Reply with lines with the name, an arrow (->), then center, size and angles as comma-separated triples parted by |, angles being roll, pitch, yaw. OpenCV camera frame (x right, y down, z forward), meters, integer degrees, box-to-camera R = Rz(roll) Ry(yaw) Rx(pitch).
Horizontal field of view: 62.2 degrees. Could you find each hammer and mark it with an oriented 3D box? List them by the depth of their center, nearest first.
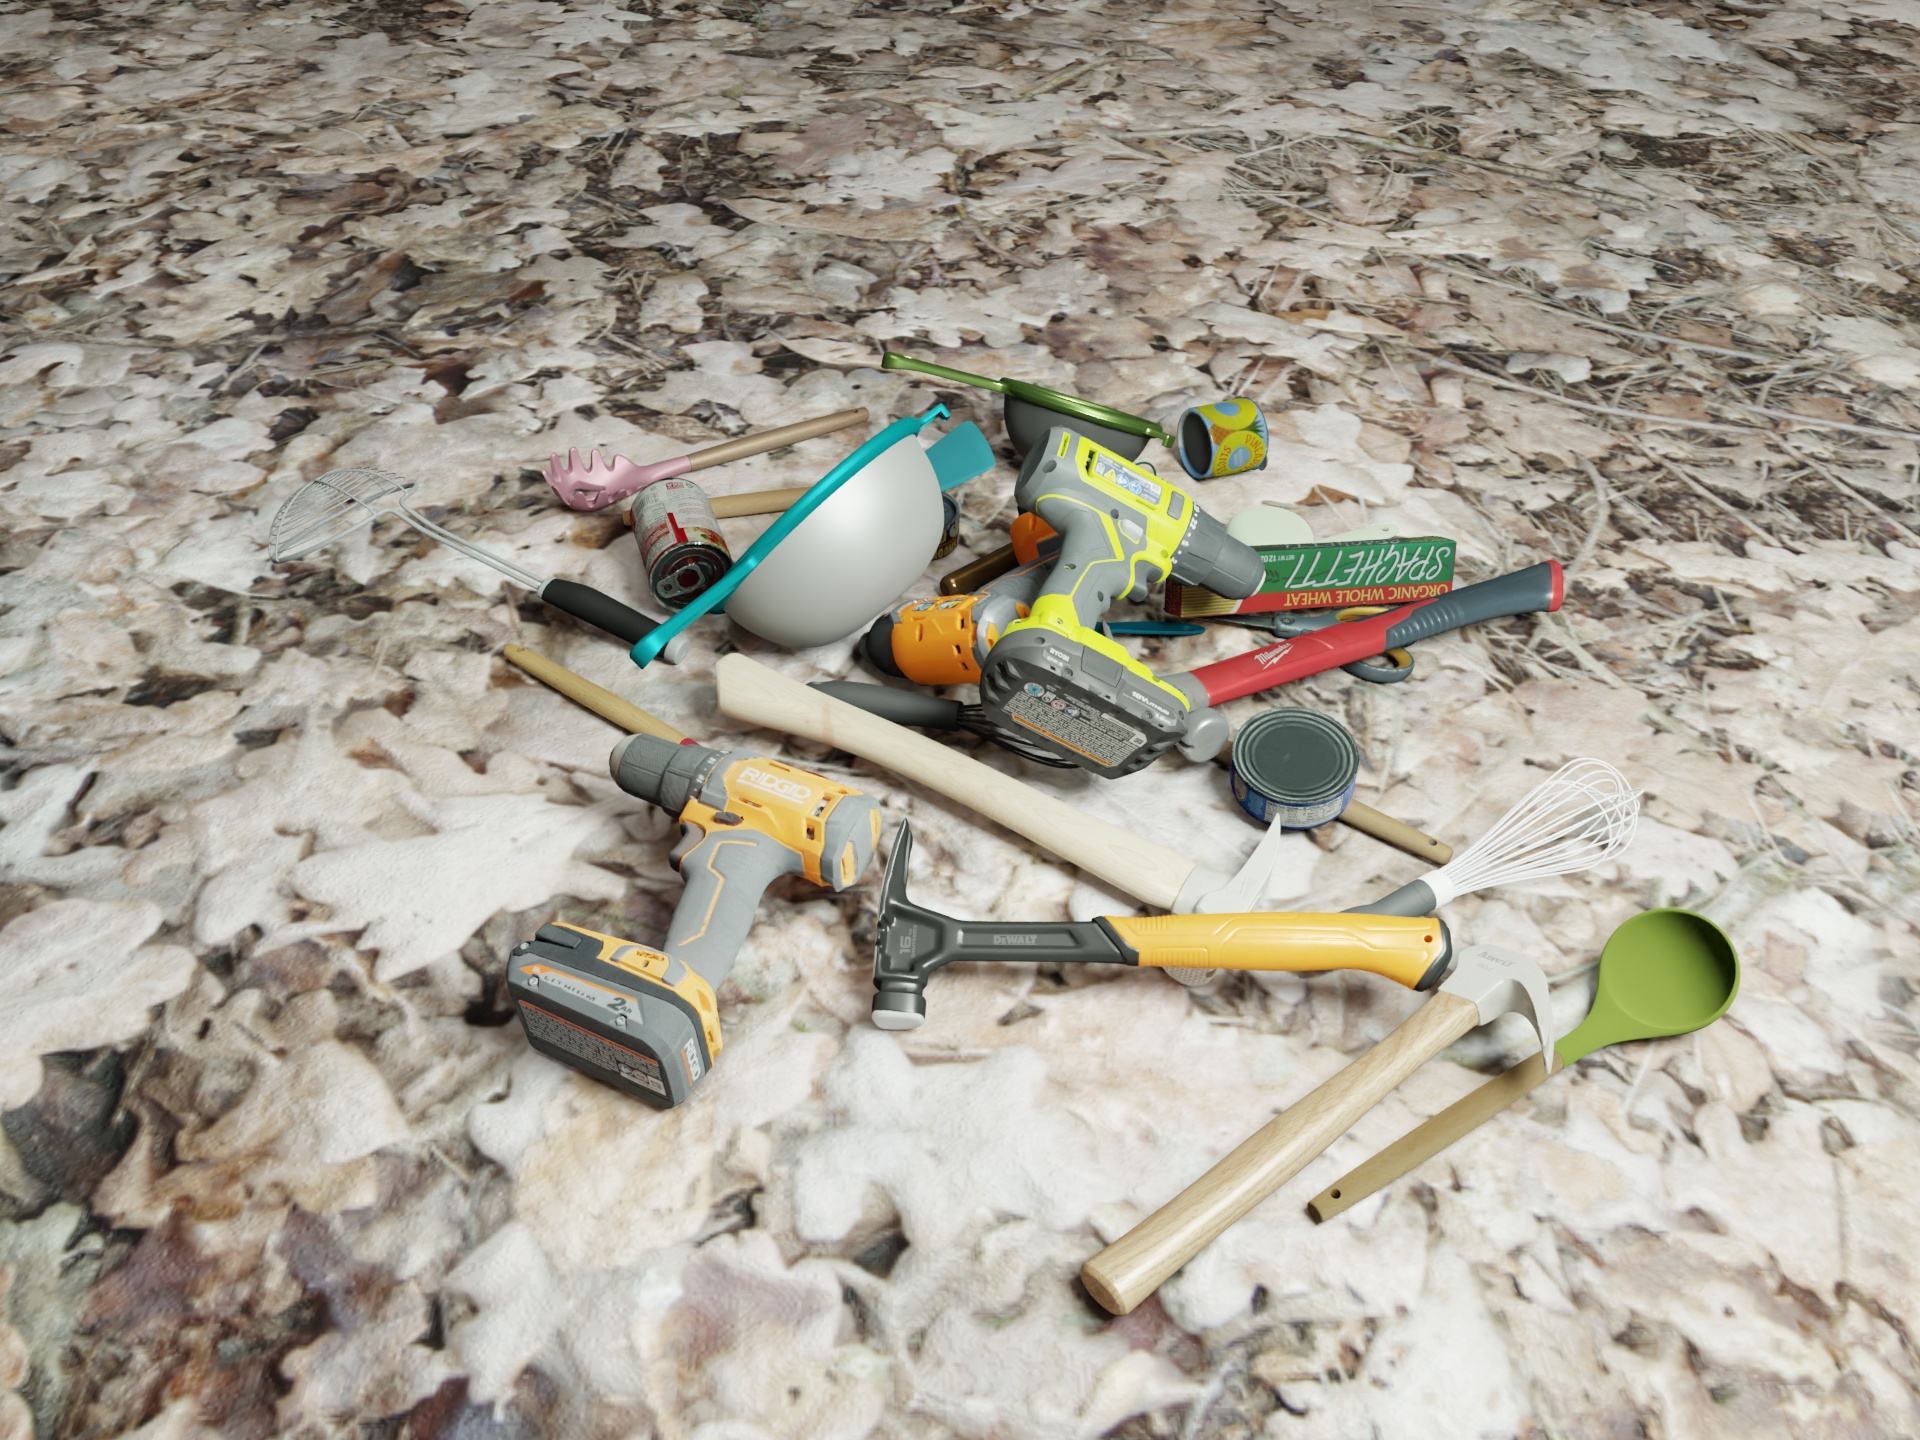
hammer -> 0.202, 0.218, 0.874 | 0.331, 0.031, 0.130 | -29, 22, -26
hammer -> 0.117, 0.124, 0.945 | 0.337, 0.034, 0.127 | 1, 62, 6
hammer -> 0.012, 0.038, 1.080 | 0.411, 0.038, 0.146 | 24, 43, 20
hammer -> 0.295, -0.071, 1.212 | 0.386, 0.038, 0.143 | -17, 42, -22

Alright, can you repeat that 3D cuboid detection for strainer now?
strainer -> -0.109, -0.093, 1.139 | 0.095, 0.211, 0.340 | 47, 38, -4
strainer -> 0.048, -0.258, 1.382 | 0.256, 0.069, 0.152 | 11, 15, -18

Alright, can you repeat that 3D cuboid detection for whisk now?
whisk -> 0.331, 0.096, 1.032 | 0.284, 0.070, 0.070 | -22, 46, -20
whisk -> -0.001, -0.005, 1.140 | 0.239, 0.055, 0.055 | 8, 40, 13
whisk -> 0.083, -0.157, 1.326 | 0.245, 0.051, 0.047 | -29, 55, -28

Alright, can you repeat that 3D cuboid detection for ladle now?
ladle -> 0.324, 0.198, 0.911 | 0.320, 0.062, 0.078 | -23, 44, -24
ladle -> -0.215, 0.008, 1.124 | 0.316, 0.031, 0.069 | 26, 39, 28

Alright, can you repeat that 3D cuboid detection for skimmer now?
skimmer -> -0.376, -0.107, 1.248 | 0.363, 0.090, 0.127 | 25, 41, 10

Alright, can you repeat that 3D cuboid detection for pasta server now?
pasta server -> -0.217, -0.240, 1.409 | 0.316, 0.040, 0.060 | -21, 58, -28

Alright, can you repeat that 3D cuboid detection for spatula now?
spatula -> -0.131, -0.202, 1.364 | 0.317, 0.044, 0.082 | -9, 42, -13

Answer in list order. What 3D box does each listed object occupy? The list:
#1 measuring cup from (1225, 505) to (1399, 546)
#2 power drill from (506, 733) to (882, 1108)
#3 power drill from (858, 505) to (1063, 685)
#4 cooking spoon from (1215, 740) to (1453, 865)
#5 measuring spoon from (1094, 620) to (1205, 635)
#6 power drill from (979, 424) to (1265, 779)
measuring cup -> 0.299, -0.159, 1.341 | 0.167, 0.038, 0.083 | -13, 43, -15
power drill -> -0.177, 0.101, 0.959 | 0.185, 0.084, 0.226 | 19, 49, 20
power drill -> 0.034, -0.098, 1.205 | 0.164, 0.084, 0.226 | -1, 29, 47
cooking spoon -> 0.199, 0.028, 1.132 | 0.319, 0.017, 0.069 | 27, 48, 26
measuring spoon -> 0.132, -0.064, 1.242 | 0.128, 0.021, 0.042 | -1, 26, -18
power drill -> 0.114, -0.079, 1.090 | 0.190, 0.080, 0.229 | 27, 53, -13
